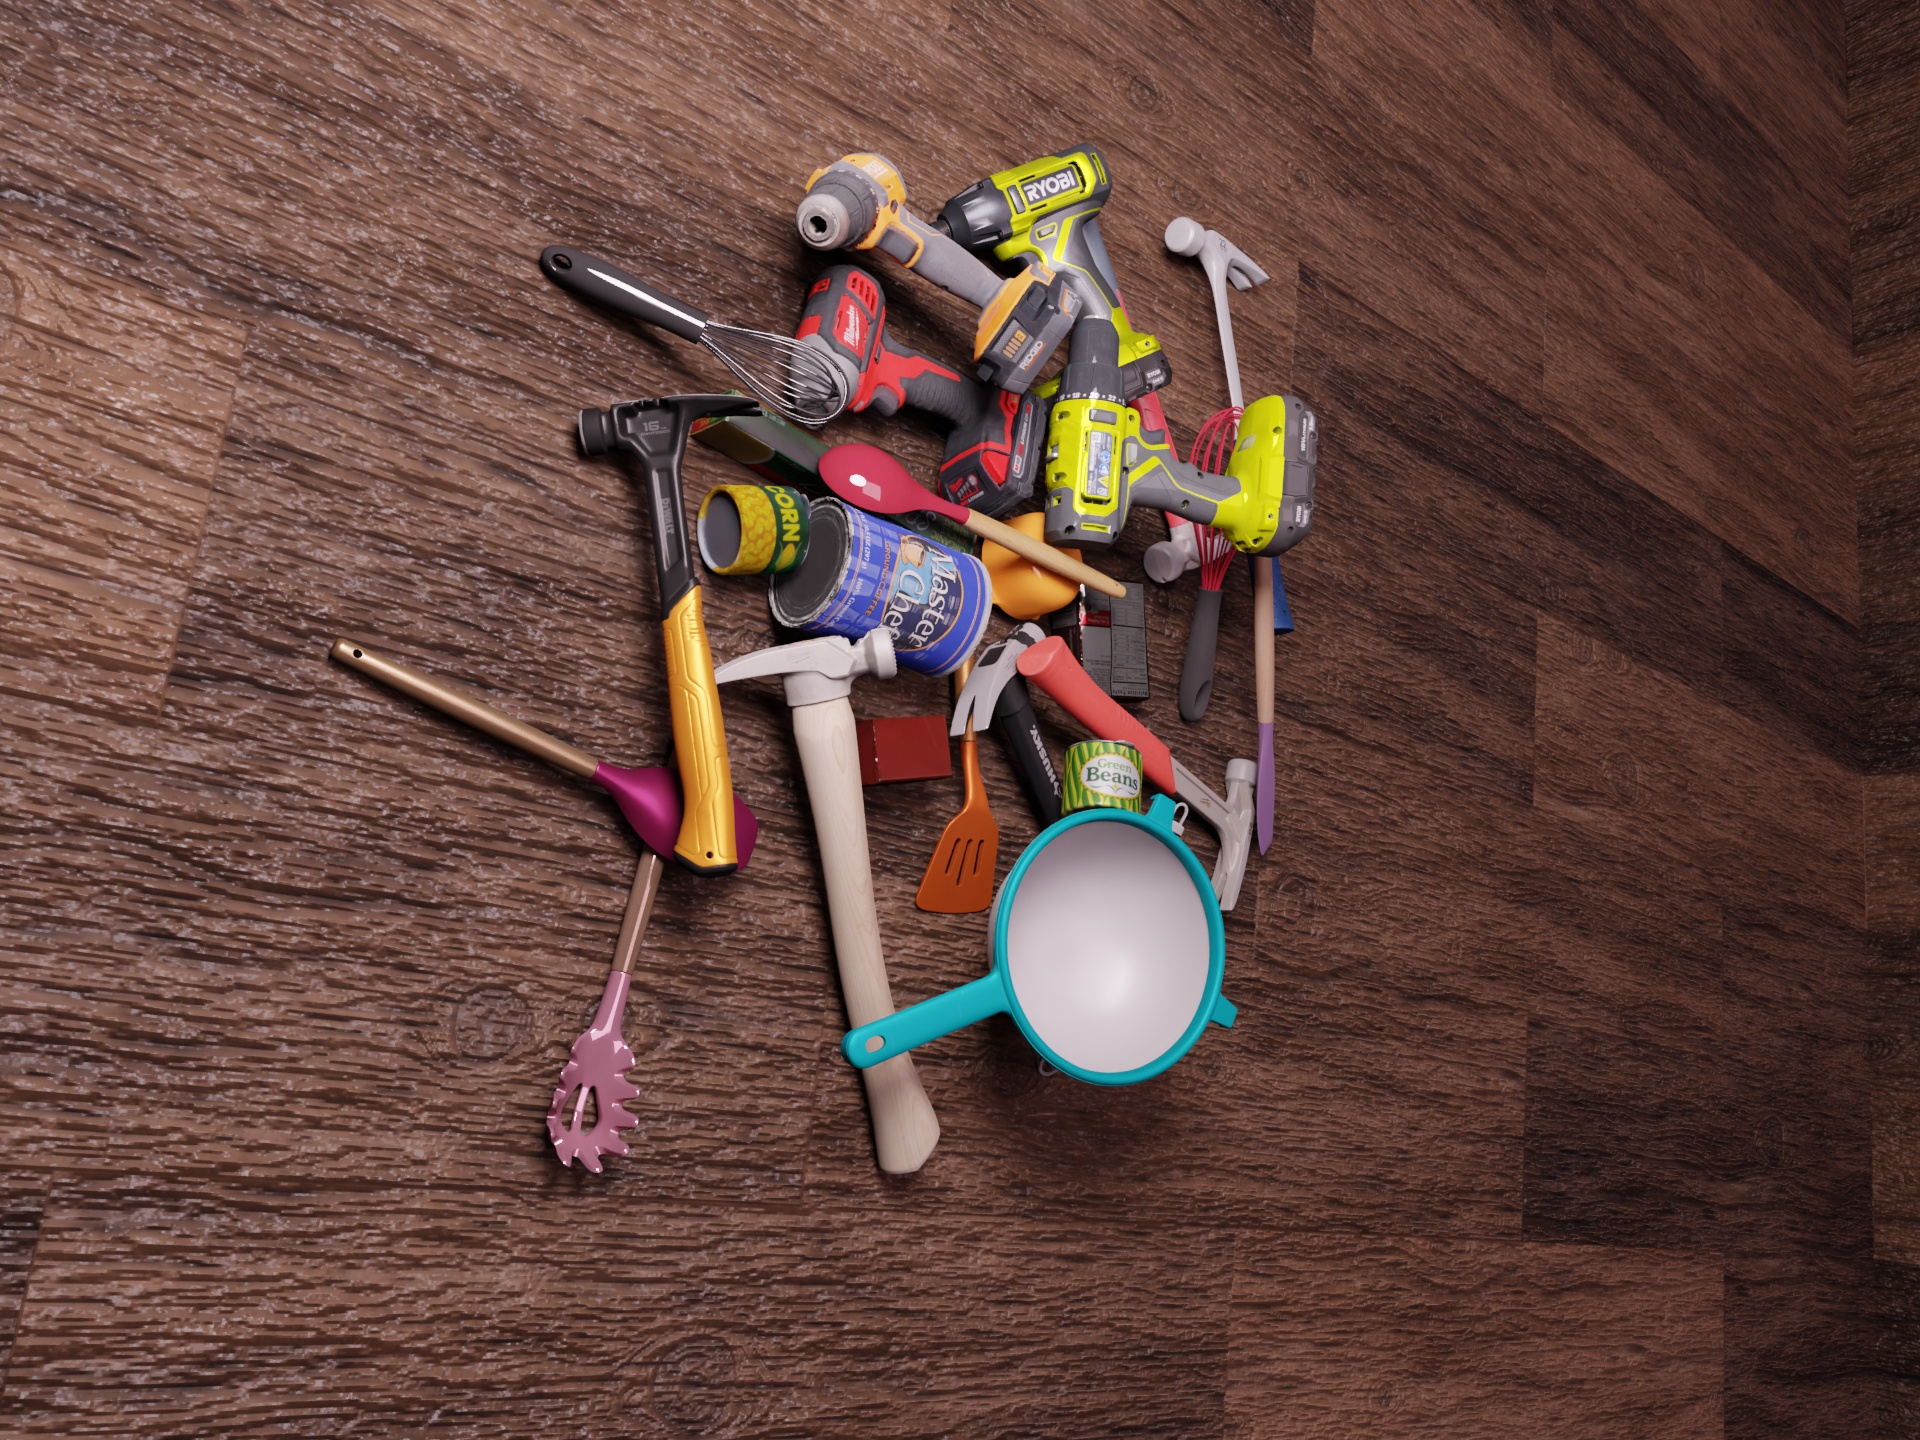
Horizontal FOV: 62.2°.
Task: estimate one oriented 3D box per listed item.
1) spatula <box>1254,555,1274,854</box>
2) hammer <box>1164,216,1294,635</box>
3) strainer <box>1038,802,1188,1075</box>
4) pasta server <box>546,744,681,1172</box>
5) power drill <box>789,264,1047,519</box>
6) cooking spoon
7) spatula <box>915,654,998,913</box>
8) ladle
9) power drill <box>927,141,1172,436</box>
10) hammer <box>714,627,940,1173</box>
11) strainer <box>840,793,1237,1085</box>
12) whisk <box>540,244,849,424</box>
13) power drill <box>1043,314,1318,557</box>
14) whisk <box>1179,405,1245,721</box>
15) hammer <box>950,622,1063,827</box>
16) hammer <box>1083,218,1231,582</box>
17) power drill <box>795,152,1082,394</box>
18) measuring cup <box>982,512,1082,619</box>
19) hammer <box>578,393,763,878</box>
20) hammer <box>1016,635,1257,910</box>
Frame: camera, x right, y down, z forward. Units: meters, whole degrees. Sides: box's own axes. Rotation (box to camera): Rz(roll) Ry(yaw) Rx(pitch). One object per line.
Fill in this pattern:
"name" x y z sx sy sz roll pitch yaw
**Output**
"spatula" 0.285 -0.023 1.493 0.060 0.018 0.315 -35 125 -59
"hammer" 0.277 -0.281 1.547 0.144 0.035 0.406 4 75 -50
"strainer" 0.133 0.185 1.335 0.086 0.050 0.258 28 83 -20
"pasta server" -0.222 0.147 1.091 0.060 0.040 0.316 23 68 -28
"power drill" -0.040 -0.252 1.275 0.219 0.078 0.143 29 57 -30
"cooking spoon" -0.269 0.023 1.065 0.318 0.017 0.069 29 61 -29
"spatula" -0.002 -0.004 1.314 0.081 0.041 0.323 7 75 -41
"ladle" 0.022 -0.152 1.269 0.315 0.031 0.069 20 43 -37
"power drill" 0.079 -0.370 1.386 0.171 0.080 0.223 -26 98 -17
"hammer" -0.089 0.144 1.187 0.146 0.038 0.410 -11 99 -8
"strainer" 0.045 0.194 1.224 0.340 0.095 0.211 -17 91 -29
"whisk" -0.189 -0.279 1.146 0.238 0.055 0.055 24 68 -16
"power drill" 0.182 -0.233 1.344 0.228 0.080 0.190 6 86 -18
"whisk" 0.234 -0.141 1.468 0.073 0.073 0.295 -7 110 -41
"hammer" 0.086 0.094 1.347 0.146 0.035 0.334 -48 120 -53
"hammer" 0.170 -0.332 1.498 0.143 0.038 0.386 -29 103 -41
"power drill" -0.022 -0.349 1.225 0.226 0.084 0.185 35 26 -7
"measuring cup" 0.045 -0.115 1.329 0.174 0.052 0.095 -43 112 -49
"hammer" -0.182 -0.060 1.100 0.127 0.034 0.337 -7 84 -3
"hammer" 0.161 0.037 1.403 0.358 0.037 0.149 37 61 -43
